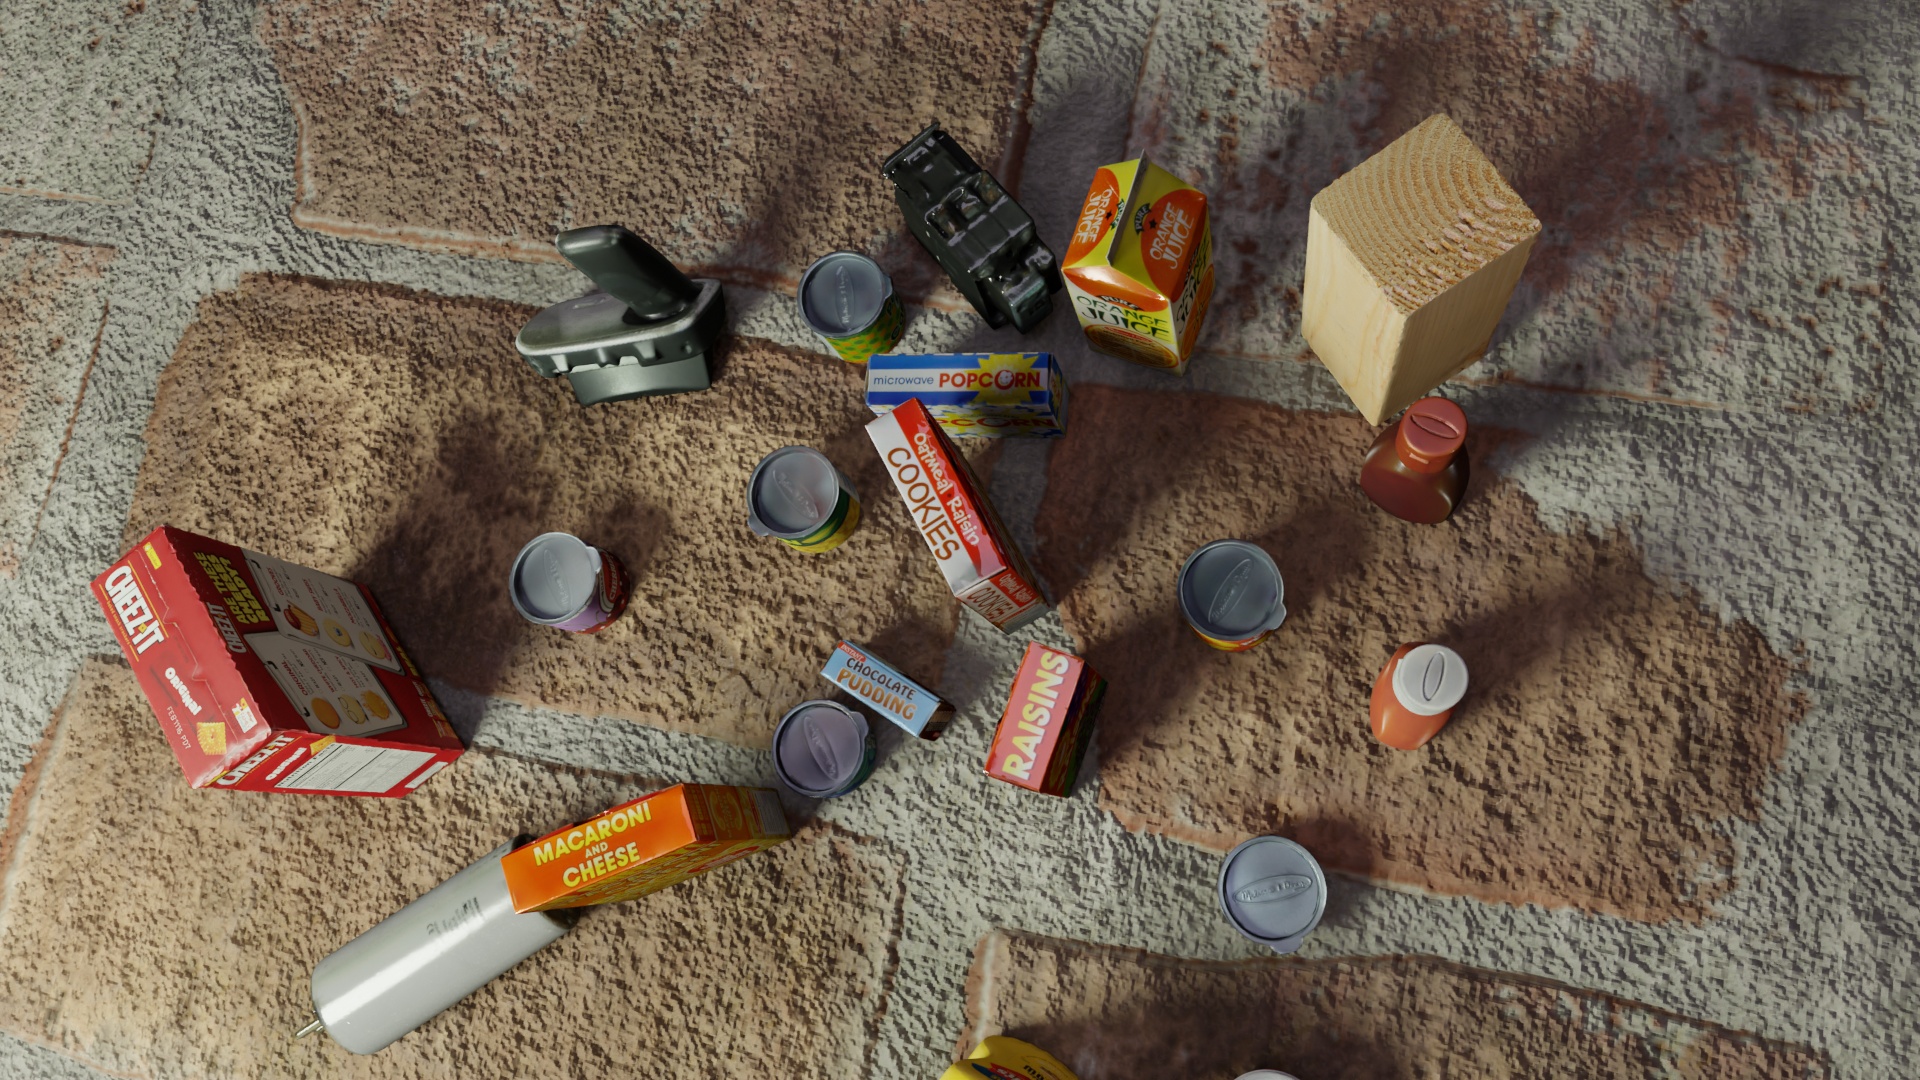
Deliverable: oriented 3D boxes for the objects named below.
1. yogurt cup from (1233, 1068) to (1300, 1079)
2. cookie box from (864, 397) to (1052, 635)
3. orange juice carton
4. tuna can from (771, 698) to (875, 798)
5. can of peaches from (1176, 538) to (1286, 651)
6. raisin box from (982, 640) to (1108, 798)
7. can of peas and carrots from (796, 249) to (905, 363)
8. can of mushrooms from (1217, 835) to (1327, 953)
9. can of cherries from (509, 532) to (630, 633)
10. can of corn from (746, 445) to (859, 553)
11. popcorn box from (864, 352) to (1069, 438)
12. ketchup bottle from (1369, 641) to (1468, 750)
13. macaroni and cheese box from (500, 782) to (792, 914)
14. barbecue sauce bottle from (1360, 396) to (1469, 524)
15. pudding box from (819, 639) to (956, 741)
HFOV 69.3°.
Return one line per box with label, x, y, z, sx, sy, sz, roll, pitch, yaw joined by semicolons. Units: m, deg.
yogurt cup;0.186;0.349;0.832;0.072;0.054;0.072;-3;77;12
cookie box;0.003;-0.011;0.892;0.040;0.167;0.123;-30;74;5
orange juice carton;0.115;-0.176;0.892;0.073;0.192;0.072;19;83;15
tuna can;-0.091;0.141;0.949;0.071;0.033;0.071;-3;77;12
can of peaches;0.178;0.038;0.901;0.071;0.058;0.071;-3;77;12
raisin box;0.056;0.115;0.876;0.040;0.123;0.086;19;83;15
can of peas and carrots;-0.075;-0.168;1.001;0.071;0.058;0.071;-3;77;12
can of mushrooms;0.195;0.221;0.869;0.071;0.033;0.071;-3;77;12
can of cherries;-0.278;0.031;1.000;0.071;0.058;0.071;-3;77;12
can of corn;-0.111;-0.026;0.977;0.071;0.058;0.071;-3;77;12
popcorn box;0.006;-0.099;0.954;0.127;0.085;0.038;1;79;12
ketchup bottle;0.271;0.088;0.822;0.043;0.148;0.065;16;82;15
macaroni and cheese box;-0.195;0.195;0.890;0.124;0.166;0.040;-23;74;7
barbecue sauce bottle;0.282;-0.049;0.851;0.065;0.148;0.043;27;85;16
pudding box;-0.048;0.101;0.940;0.084;0.049;0.030;31;86;17
